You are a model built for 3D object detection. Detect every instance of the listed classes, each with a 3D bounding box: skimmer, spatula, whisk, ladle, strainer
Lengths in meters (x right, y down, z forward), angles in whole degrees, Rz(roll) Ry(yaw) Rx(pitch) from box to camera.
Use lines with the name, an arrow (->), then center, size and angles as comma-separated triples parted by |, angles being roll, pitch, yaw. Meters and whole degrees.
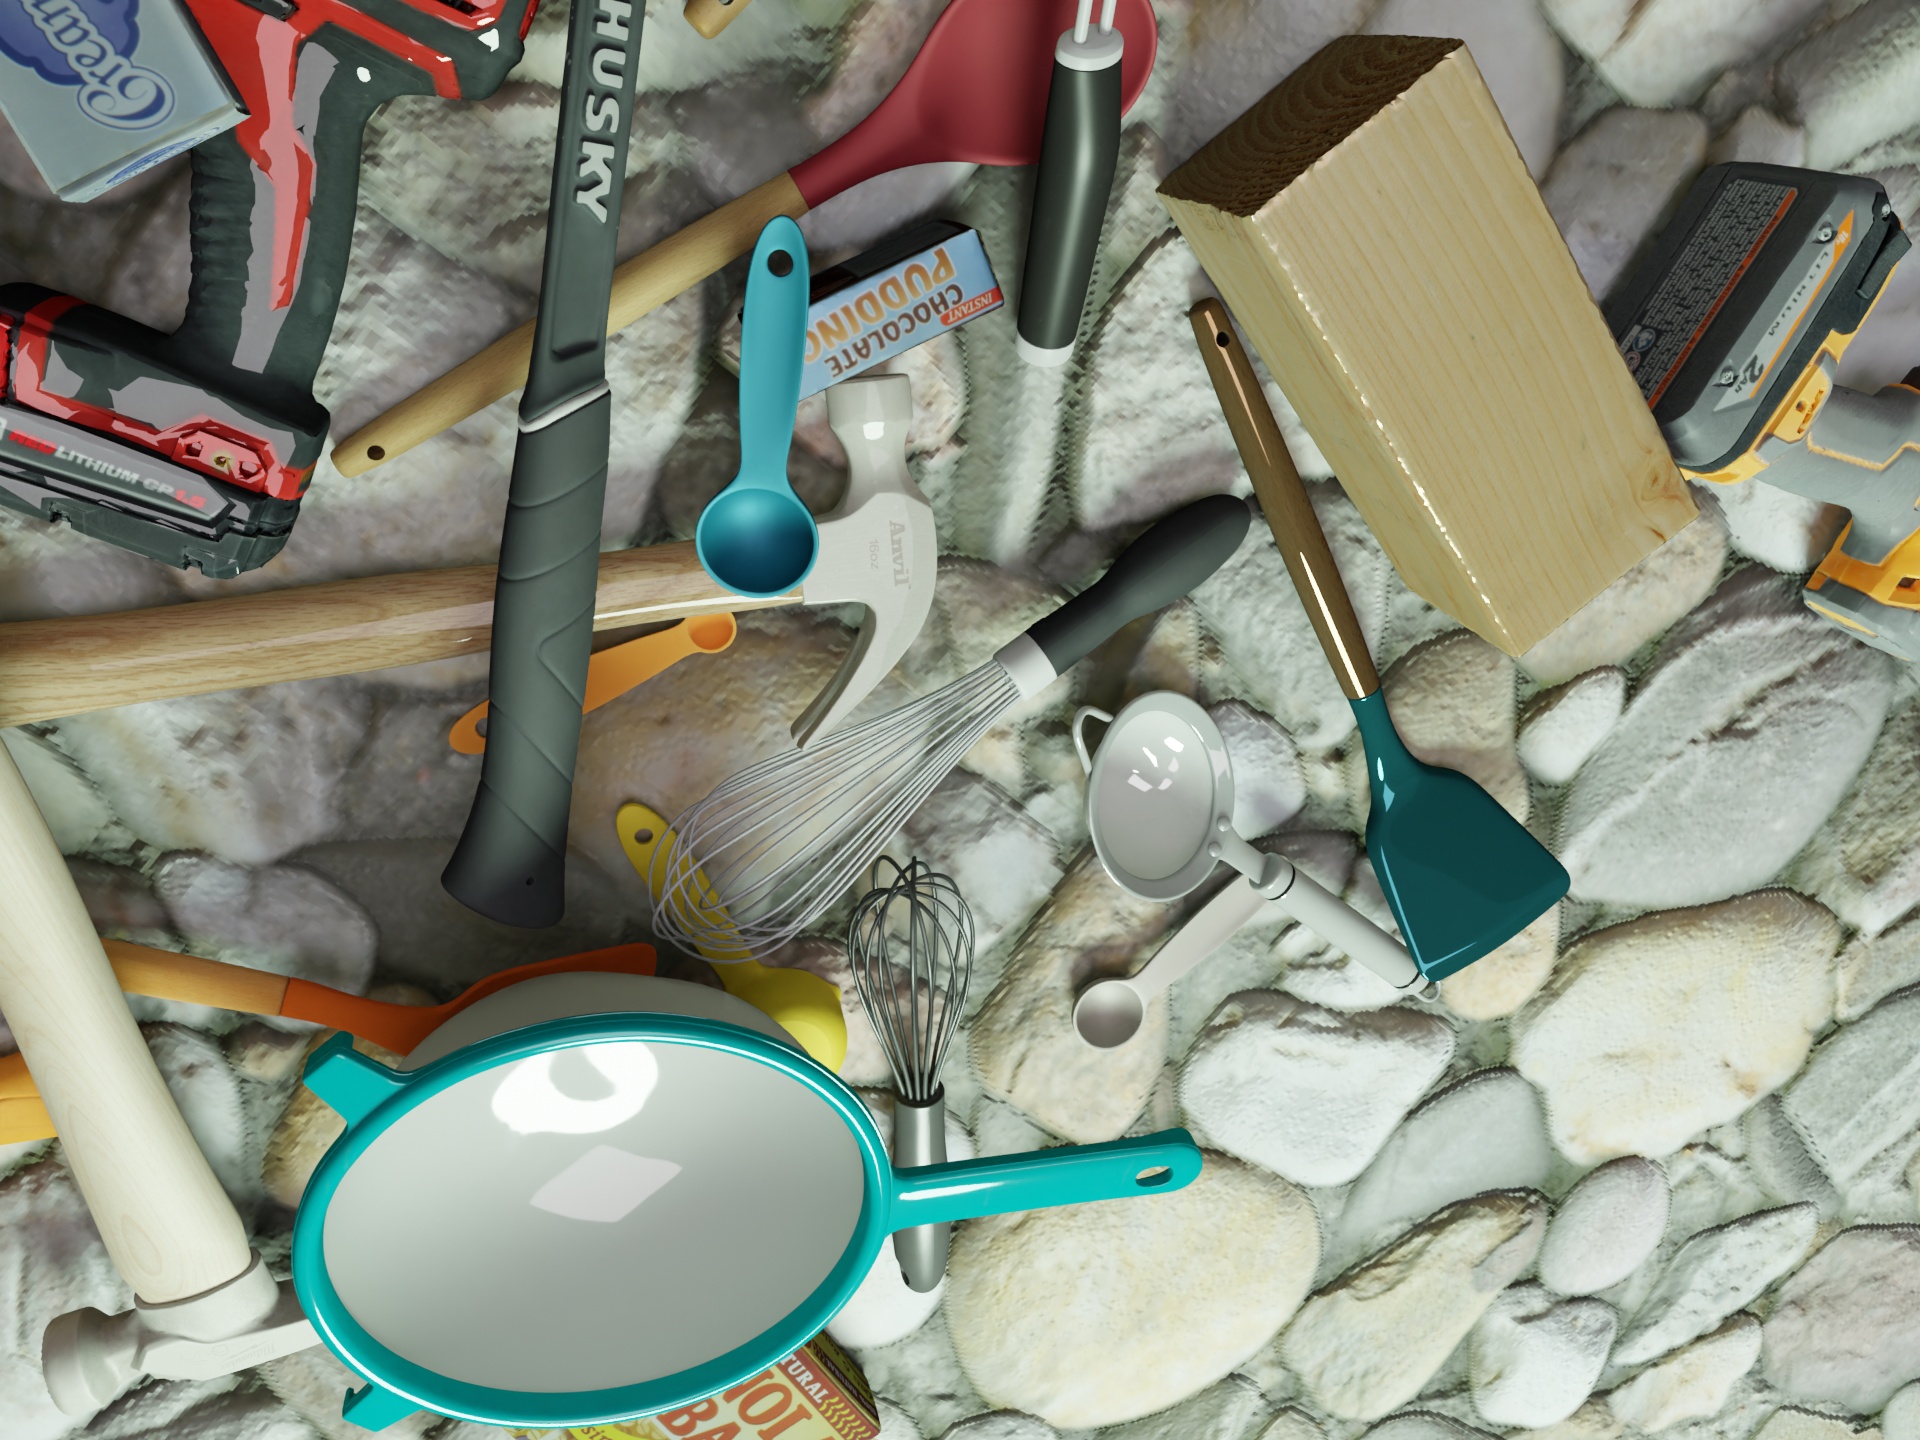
skimmer -> 0.031, -0.266, 0.458 | 0.127, 0.090, 0.363 | -23, 149, -21
spatula -> -0.279, 0.095, 0.602 | 0.322, 0.041, 0.081 | 15, 110, -17
whisk -> -0.001, -0.002, 0.616 | 0.284, 0.070, 0.070 | -36, 118, -5
ladle -> -0.077, -0.166, 0.542 | 0.315, 0.031, 0.069 | -30, 129, 1
strainer -> 0.127, 0.065, 0.686 | 0.258, 0.050, 0.087 | 34, 69, -27
spatula -> 0.165, -0.031, 0.659 | 0.082, 0.044, 0.317 | -33, 116, -5
strainer -> -0.076, 0.163, 0.624 | 0.340, 0.095, 0.210 | -2, 122, -16
whisk -> -0.021, 0.161, 0.692 | 0.055, 0.055, 0.238 | -8, 119, -13

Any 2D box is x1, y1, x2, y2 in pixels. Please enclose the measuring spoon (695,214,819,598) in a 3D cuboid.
measuring spoon -> -0.063, -0.103, 0.528 | 0.042, 0.021, 0.128 | 6, 116, -5

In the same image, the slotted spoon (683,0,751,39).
slotted spoon -> 0.020, -0.338, 0.496 | 0.313, 0.031, 0.070 | -46, 116, 9

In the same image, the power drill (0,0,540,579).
power drill -> -0.244, -0.176, 0.465 | 0.187, 0.080, 0.226 | 22, 103, -23

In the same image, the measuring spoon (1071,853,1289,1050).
measuring spoon -> 0.099, 0.101, 0.717 | 0.124, 0.018, 0.034 | -40, 110, -4

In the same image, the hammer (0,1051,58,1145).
hammer -> -0.473, 0.156, 0.565 | 0.336, 0.034, 0.127 | -4, 113, -14

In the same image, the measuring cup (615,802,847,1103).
measuring cup -> -0.096, 0.098, 0.648 | 0.062, 0.029, 0.156 | -30, 119, -2

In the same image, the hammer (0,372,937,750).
hammer -> -0.171, -0.037, 0.562 | 0.331, 0.031, 0.130 | -9, 104, -9

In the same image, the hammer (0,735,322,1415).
hammer -> -0.295, 0.079, 0.530 | 0.146, 0.038, 0.410 | -15, 125, -15

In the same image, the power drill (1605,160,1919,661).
power drill -> 0.382, -0.144, 0.654 | 0.226, 0.084, 0.185 | 24, 104, -28

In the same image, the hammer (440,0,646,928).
hammer -> -0.117, -0.119, 0.493 | 0.149, 0.036, 0.408 | -8, 118, -42

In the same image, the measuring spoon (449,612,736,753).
measuring spoon -> -0.139, -0.016, 0.601 | 0.117, 0.011, 0.021 | -25, 107, -1
